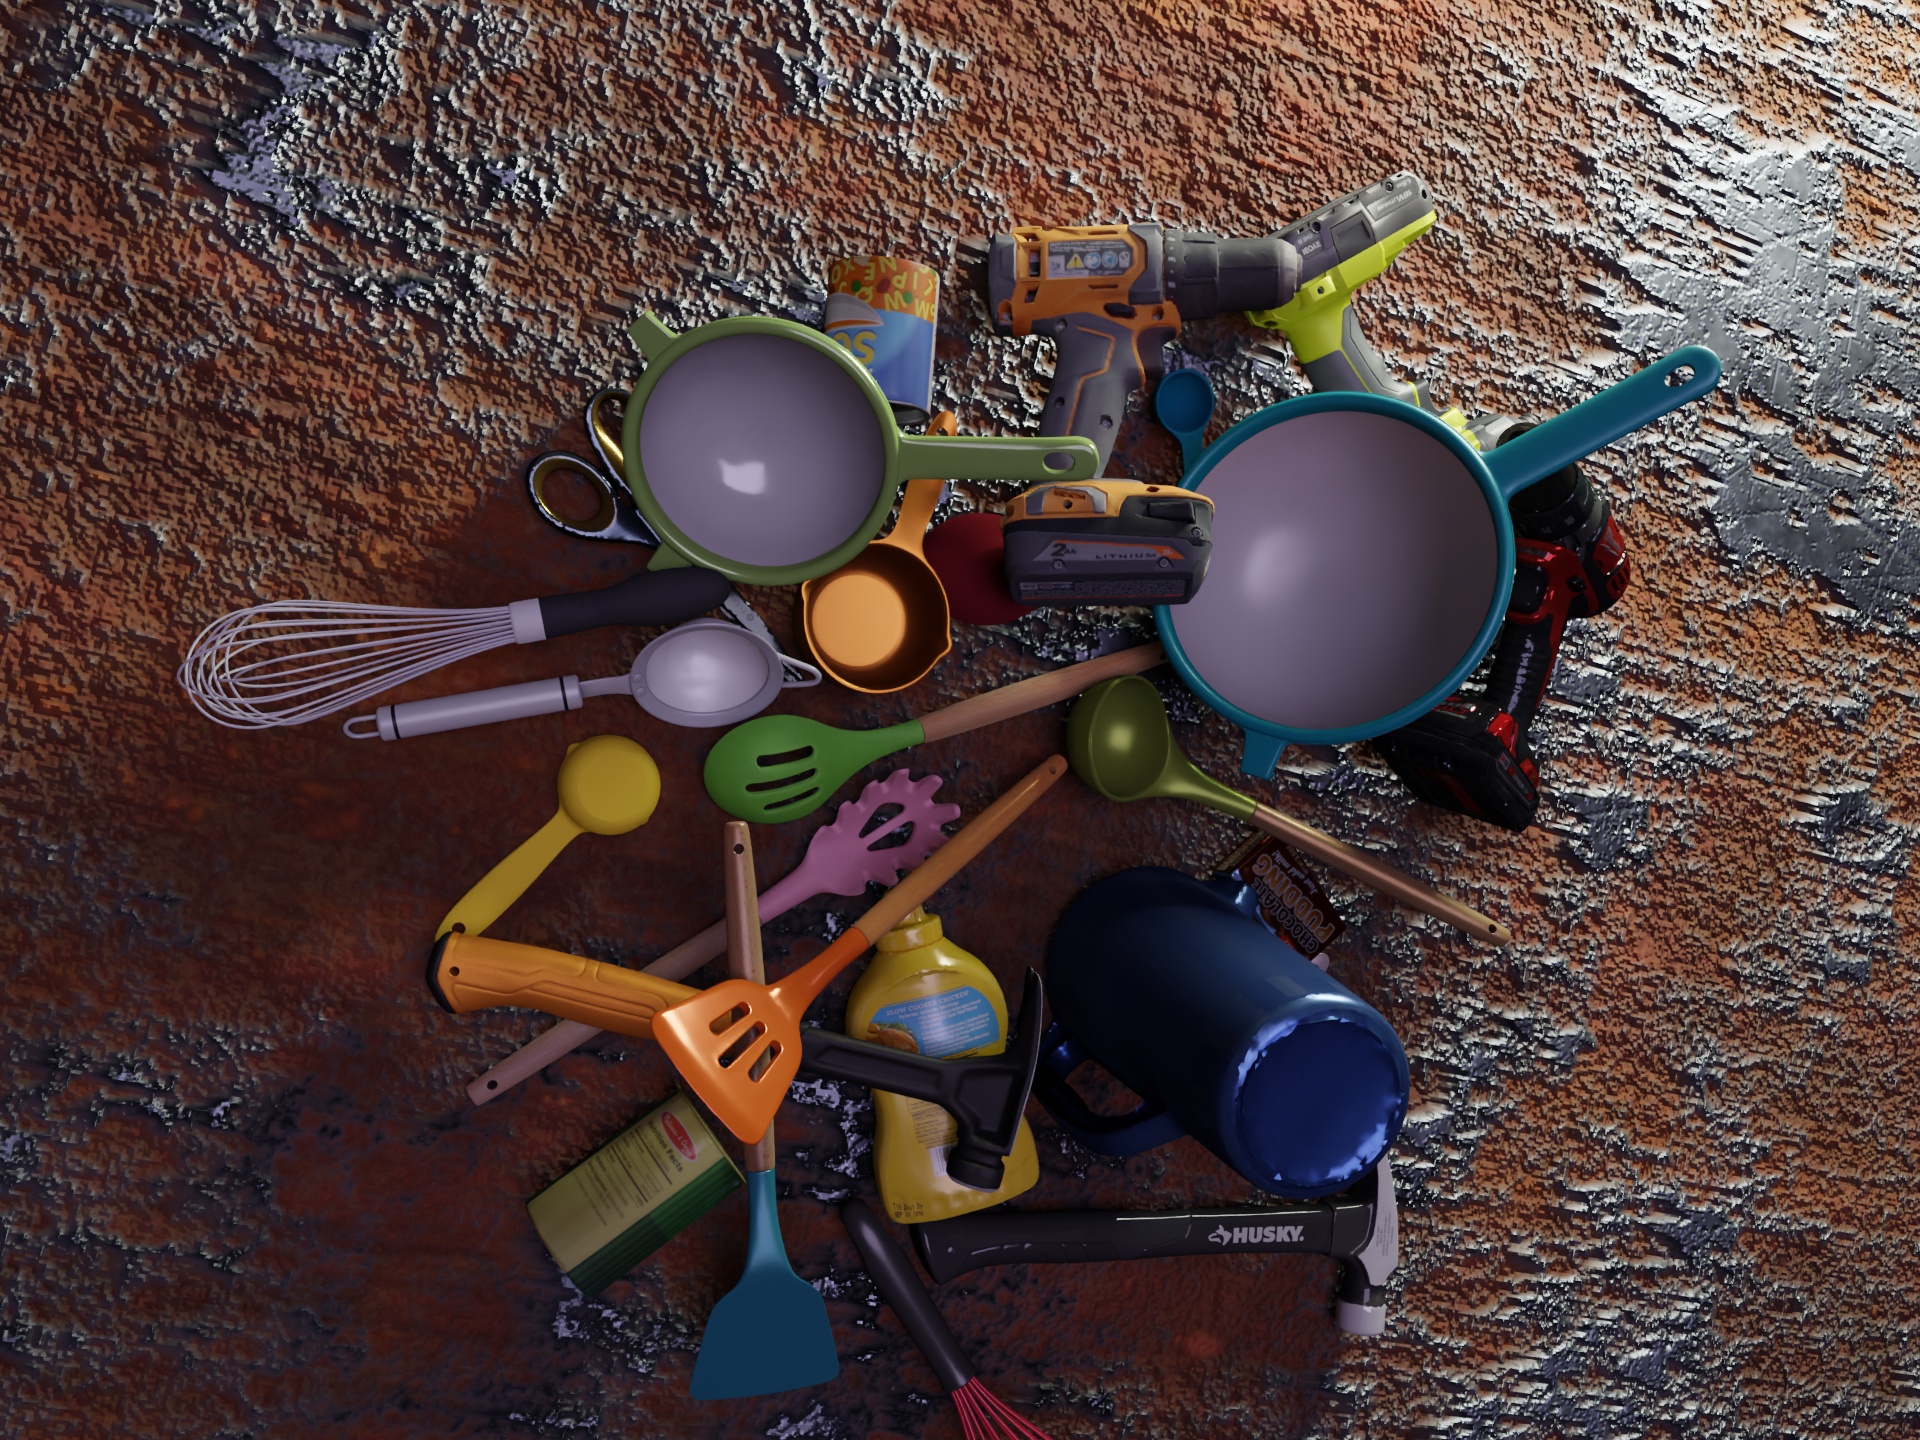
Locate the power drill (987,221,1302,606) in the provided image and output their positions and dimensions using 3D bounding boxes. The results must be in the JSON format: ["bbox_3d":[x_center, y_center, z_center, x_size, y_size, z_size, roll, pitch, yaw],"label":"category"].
[{"bbox_3d":[0.108,-0.185,0.931,0.185,0.084,0.226,-1,78,5],"label":"power drill"}]

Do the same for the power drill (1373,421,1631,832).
[{"bbox_3d":[0.353,-0.062,1.023,0.187,0.080,0.227,38,76,-48],"label":"power drill"}]

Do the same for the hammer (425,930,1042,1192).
[{"bbox_3d":[-0.122,0.163,0.879,0.336,0.034,0.127,15,91,-8],"label":"hammer"}]

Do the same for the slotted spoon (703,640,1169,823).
[{"bbox_3d":[-0.002,-0.003,0.961,0.313,0.031,0.070,-18,119,-20],"label":"slotted spoon"}]

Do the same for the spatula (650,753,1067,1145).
[{"bbox_3d":[-0.036,0.104,0.873,0.081,0.041,0.322,51,54,1],"label":"spatula"}]

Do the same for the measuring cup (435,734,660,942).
[{"bbox_3d":[-0.230,0.071,0.883,0.156,0.029,0.062,-46,104,-15],"label":"measuring cup"}]

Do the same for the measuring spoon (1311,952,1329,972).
[{"bbox_3d":[0.200,0.195,1.038,0.124,0.018,0.034,-40,102,-15],"label":"measuring spoon"}]

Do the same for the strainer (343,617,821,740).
[{"bbox_3d":[-0.209,-0.019,0.885,0.258,0.086,0.050,-10,51,-13],"label":"strainer"}]

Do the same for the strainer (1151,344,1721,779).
[{"bbox_3d":[0.281,-0.113,0.943,0.340,0.095,0.211,-28,70,16],"label":"strainer"}]

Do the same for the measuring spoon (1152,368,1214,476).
[{"bbox_3d":[0.146,-0.161,1.021,0.042,0.021,0.128,-15,104,-19],"label":"measuring spoon"}]

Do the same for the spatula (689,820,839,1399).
[{"bbox_3d":[-0.113,0.212,0.856,0.082,0.044,0.317,-3,90,-12],"label":"spatula"}]

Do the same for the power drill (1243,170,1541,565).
[{"bbox_3d":[0.280,-0.228,1.034,0.171,0.080,0.223,-31,104,-15],"label":"power drill"}]

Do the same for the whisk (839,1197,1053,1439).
[{"bbox_3d":[0.010,0.411,0.955,0.073,0.073,0.296,-33,95,-16],"label":"whisk"}]

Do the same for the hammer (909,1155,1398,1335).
[{"bbox_3d":[0.128,0.319,1.007,0.334,0.035,0.146,5,90,-19],"label":"hammer"}]

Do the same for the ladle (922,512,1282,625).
[{"bbox_3d":[0.124,-0.077,1.007,0.315,0.031,0.069,8,87,-20],"label":"ladle"}]

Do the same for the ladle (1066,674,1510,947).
[{"bbox_3d":[0.209,0.066,0.990,0.320,0.062,0.078,27,73,-5],"label":"ladle"}]

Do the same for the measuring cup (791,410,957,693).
[{"bbox_3d":[-0.041,-0.099,0.937,0.095,0.052,0.174,22,82,-18],"label":"measuring cup"}]

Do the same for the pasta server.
[{"bbox_3d":[-0.140,0.126,0.912,0.316,0.040,0.060,-32,92,-15],"label":"pasta server"}]

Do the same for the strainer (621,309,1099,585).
[{"bbox_3d":[-0.054,-0.154,0.878,0.256,0.069,0.151,1,119,0],"label":"strainer"}]

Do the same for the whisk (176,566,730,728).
[{"bbox_3d":[-0.262,-0.047,0.842,0.284,0.070,0.070,-12,94,-13],"label":"whisk"}]
